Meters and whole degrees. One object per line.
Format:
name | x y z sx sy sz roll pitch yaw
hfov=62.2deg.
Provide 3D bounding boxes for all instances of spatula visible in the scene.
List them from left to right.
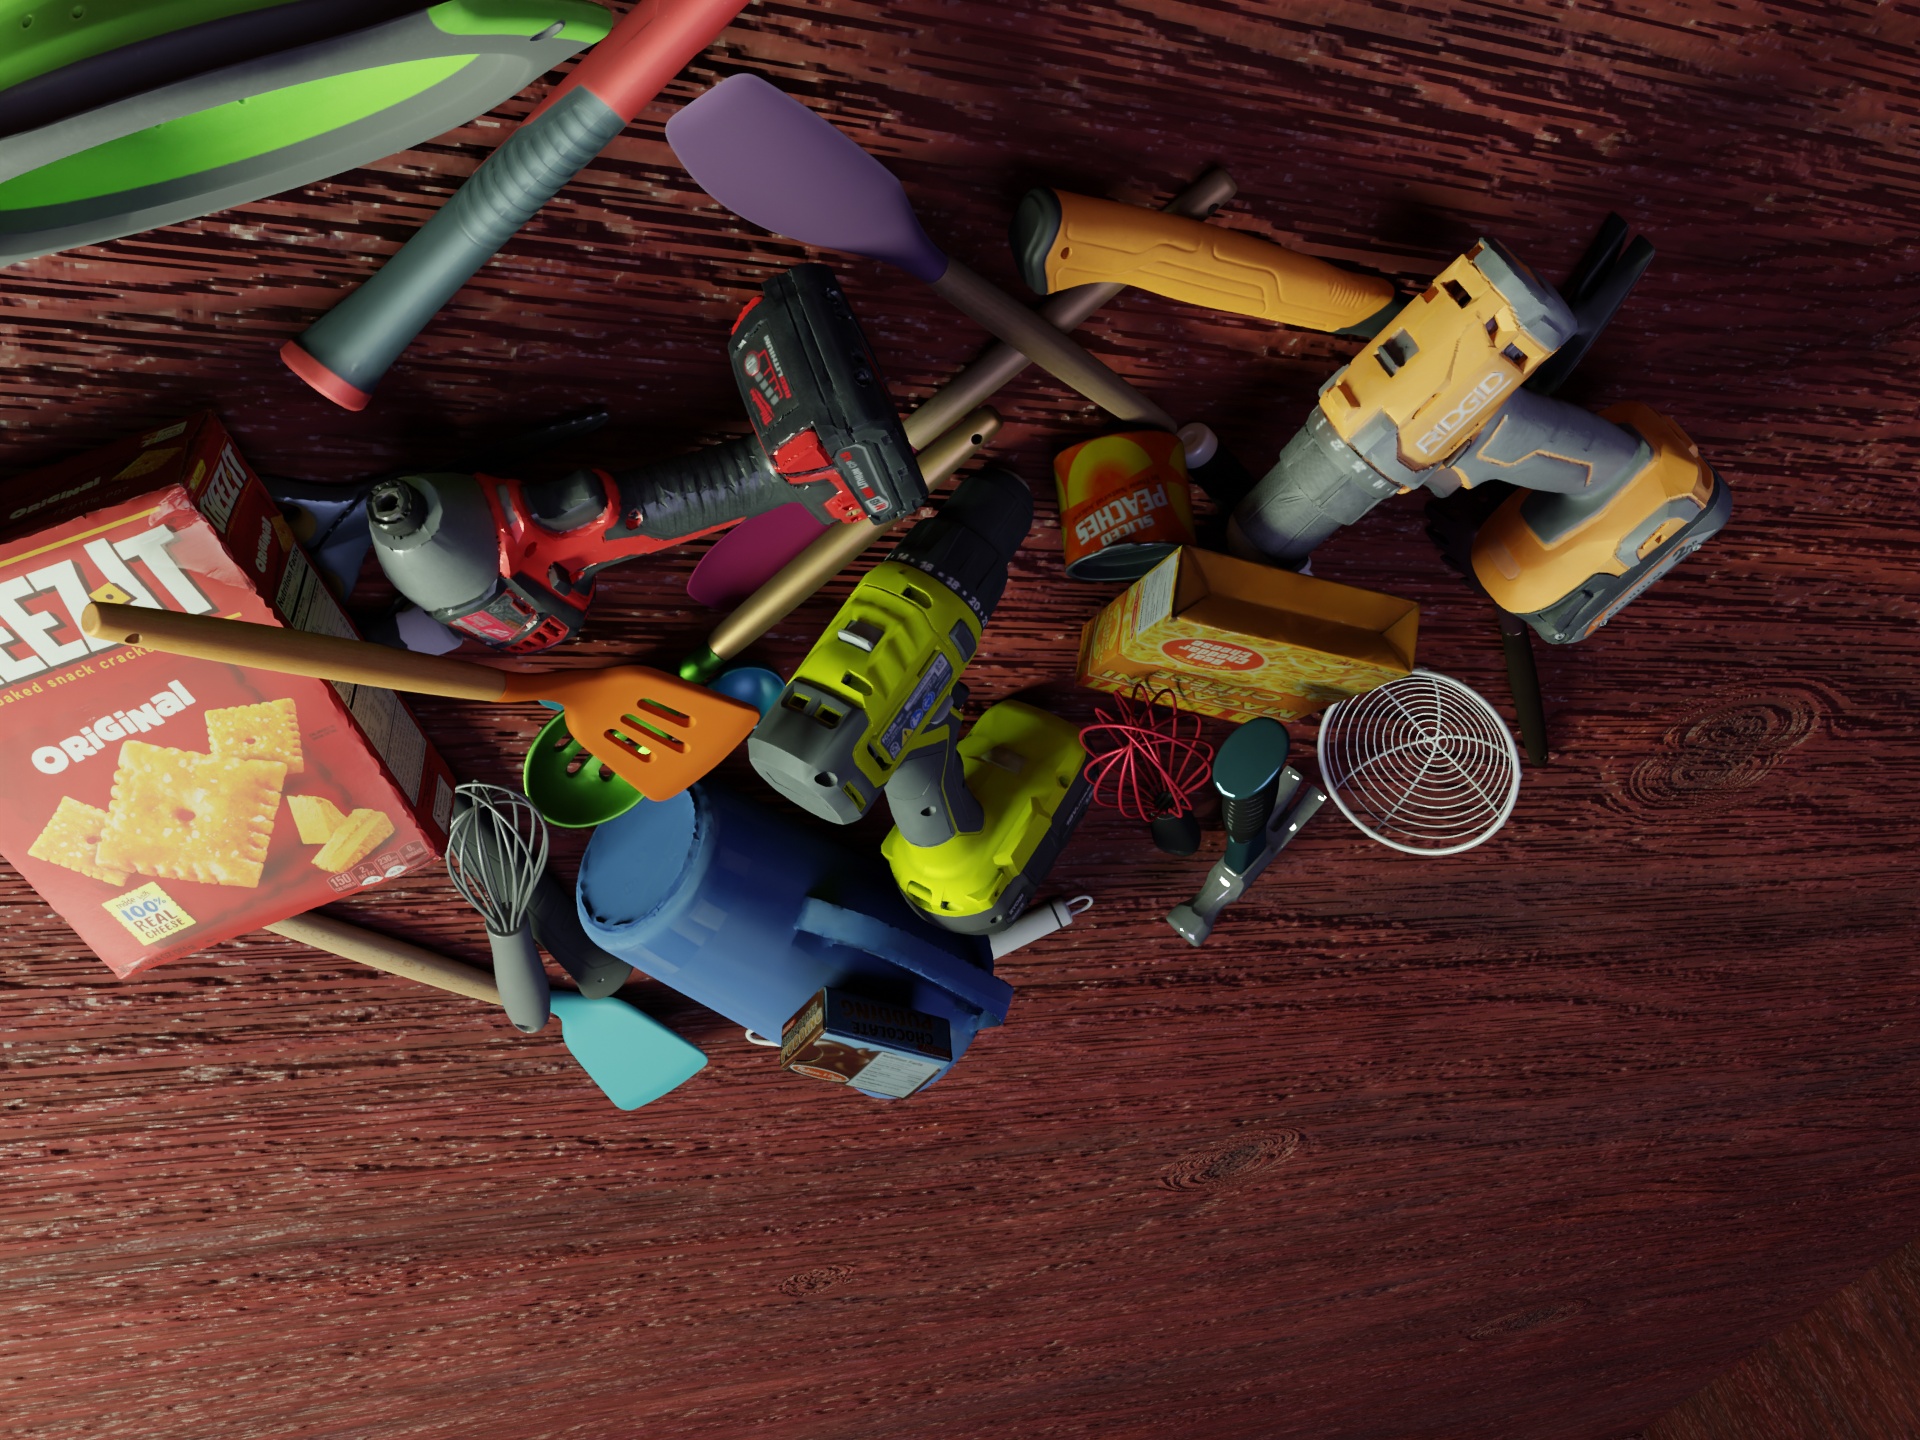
spatula | -0.216 -0.012 0.688 0.081 0.041 0.322 -39 156 22
spatula | -0.293 0.165 0.951 0.082 0.044 0.317 -34 138 24
spatula | 0.003 -0.178 0.669 0.060 0.018 0.315 -19 155 35

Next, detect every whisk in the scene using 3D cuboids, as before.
whisk | -0.241 0.108 0.857 0.055 0.055 0.238 -9 144 -14
whisk | 0.118 0.042 0.933 0.073 0.073 0.295 -25 160 4

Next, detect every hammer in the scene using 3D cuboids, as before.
hammer | -0.267 0.066 0.859 0.146 0.035 0.334 -23 140 1
hammer | -0.113 -0.236 0.555 0.386 0.143 0.038 -31 133 29
hammer | 0.169 0.059 0.936 0.128 0.033 0.330 -47 163 -5
hammer | 0.171 -0.201 0.730 0.336 0.034 0.127 2 136 -32

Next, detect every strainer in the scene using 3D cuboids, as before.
strainer | -0.026 0.177 1.086 0.258 0.050 0.086 -26 126 0

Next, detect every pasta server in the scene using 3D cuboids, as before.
pasta server | 0.347 -0.052 1.001 0.060 0.040 0.315 -28 144 8

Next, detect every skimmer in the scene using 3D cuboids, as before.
skimmer | 0.213 -0.034 0.911 0.127 0.090 0.362 -8 149 36

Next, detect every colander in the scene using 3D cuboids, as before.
colander | -0.312 -0.195 0.499 0.397 0.204 0.094 -14 108 16

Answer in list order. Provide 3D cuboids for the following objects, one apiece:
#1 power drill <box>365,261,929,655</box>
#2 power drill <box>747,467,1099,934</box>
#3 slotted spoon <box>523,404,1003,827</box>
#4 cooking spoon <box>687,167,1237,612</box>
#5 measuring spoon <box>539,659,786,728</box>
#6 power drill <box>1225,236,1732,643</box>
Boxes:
power drill | -0.134 -0.100 0.669 0.219 0.079 0.143 -22 166 5
power drill | -0.001 -0.003 0.827 0.190 0.080 0.228 -56 148 -17
slotted spoon | -0.100 -0.050 0.784 0.313 0.031 0.070 -38 128 18
cooking spoon | -0.004 -0.148 0.744 0.319 0.017 0.068 -36 150 17
measuring spoon | -0.155 -0.017 0.833 0.128 0.021 0.042 0 129 -10
power drill | 0.255 -0.114 0.791 0.226 0.084 0.185 22 124 -38
